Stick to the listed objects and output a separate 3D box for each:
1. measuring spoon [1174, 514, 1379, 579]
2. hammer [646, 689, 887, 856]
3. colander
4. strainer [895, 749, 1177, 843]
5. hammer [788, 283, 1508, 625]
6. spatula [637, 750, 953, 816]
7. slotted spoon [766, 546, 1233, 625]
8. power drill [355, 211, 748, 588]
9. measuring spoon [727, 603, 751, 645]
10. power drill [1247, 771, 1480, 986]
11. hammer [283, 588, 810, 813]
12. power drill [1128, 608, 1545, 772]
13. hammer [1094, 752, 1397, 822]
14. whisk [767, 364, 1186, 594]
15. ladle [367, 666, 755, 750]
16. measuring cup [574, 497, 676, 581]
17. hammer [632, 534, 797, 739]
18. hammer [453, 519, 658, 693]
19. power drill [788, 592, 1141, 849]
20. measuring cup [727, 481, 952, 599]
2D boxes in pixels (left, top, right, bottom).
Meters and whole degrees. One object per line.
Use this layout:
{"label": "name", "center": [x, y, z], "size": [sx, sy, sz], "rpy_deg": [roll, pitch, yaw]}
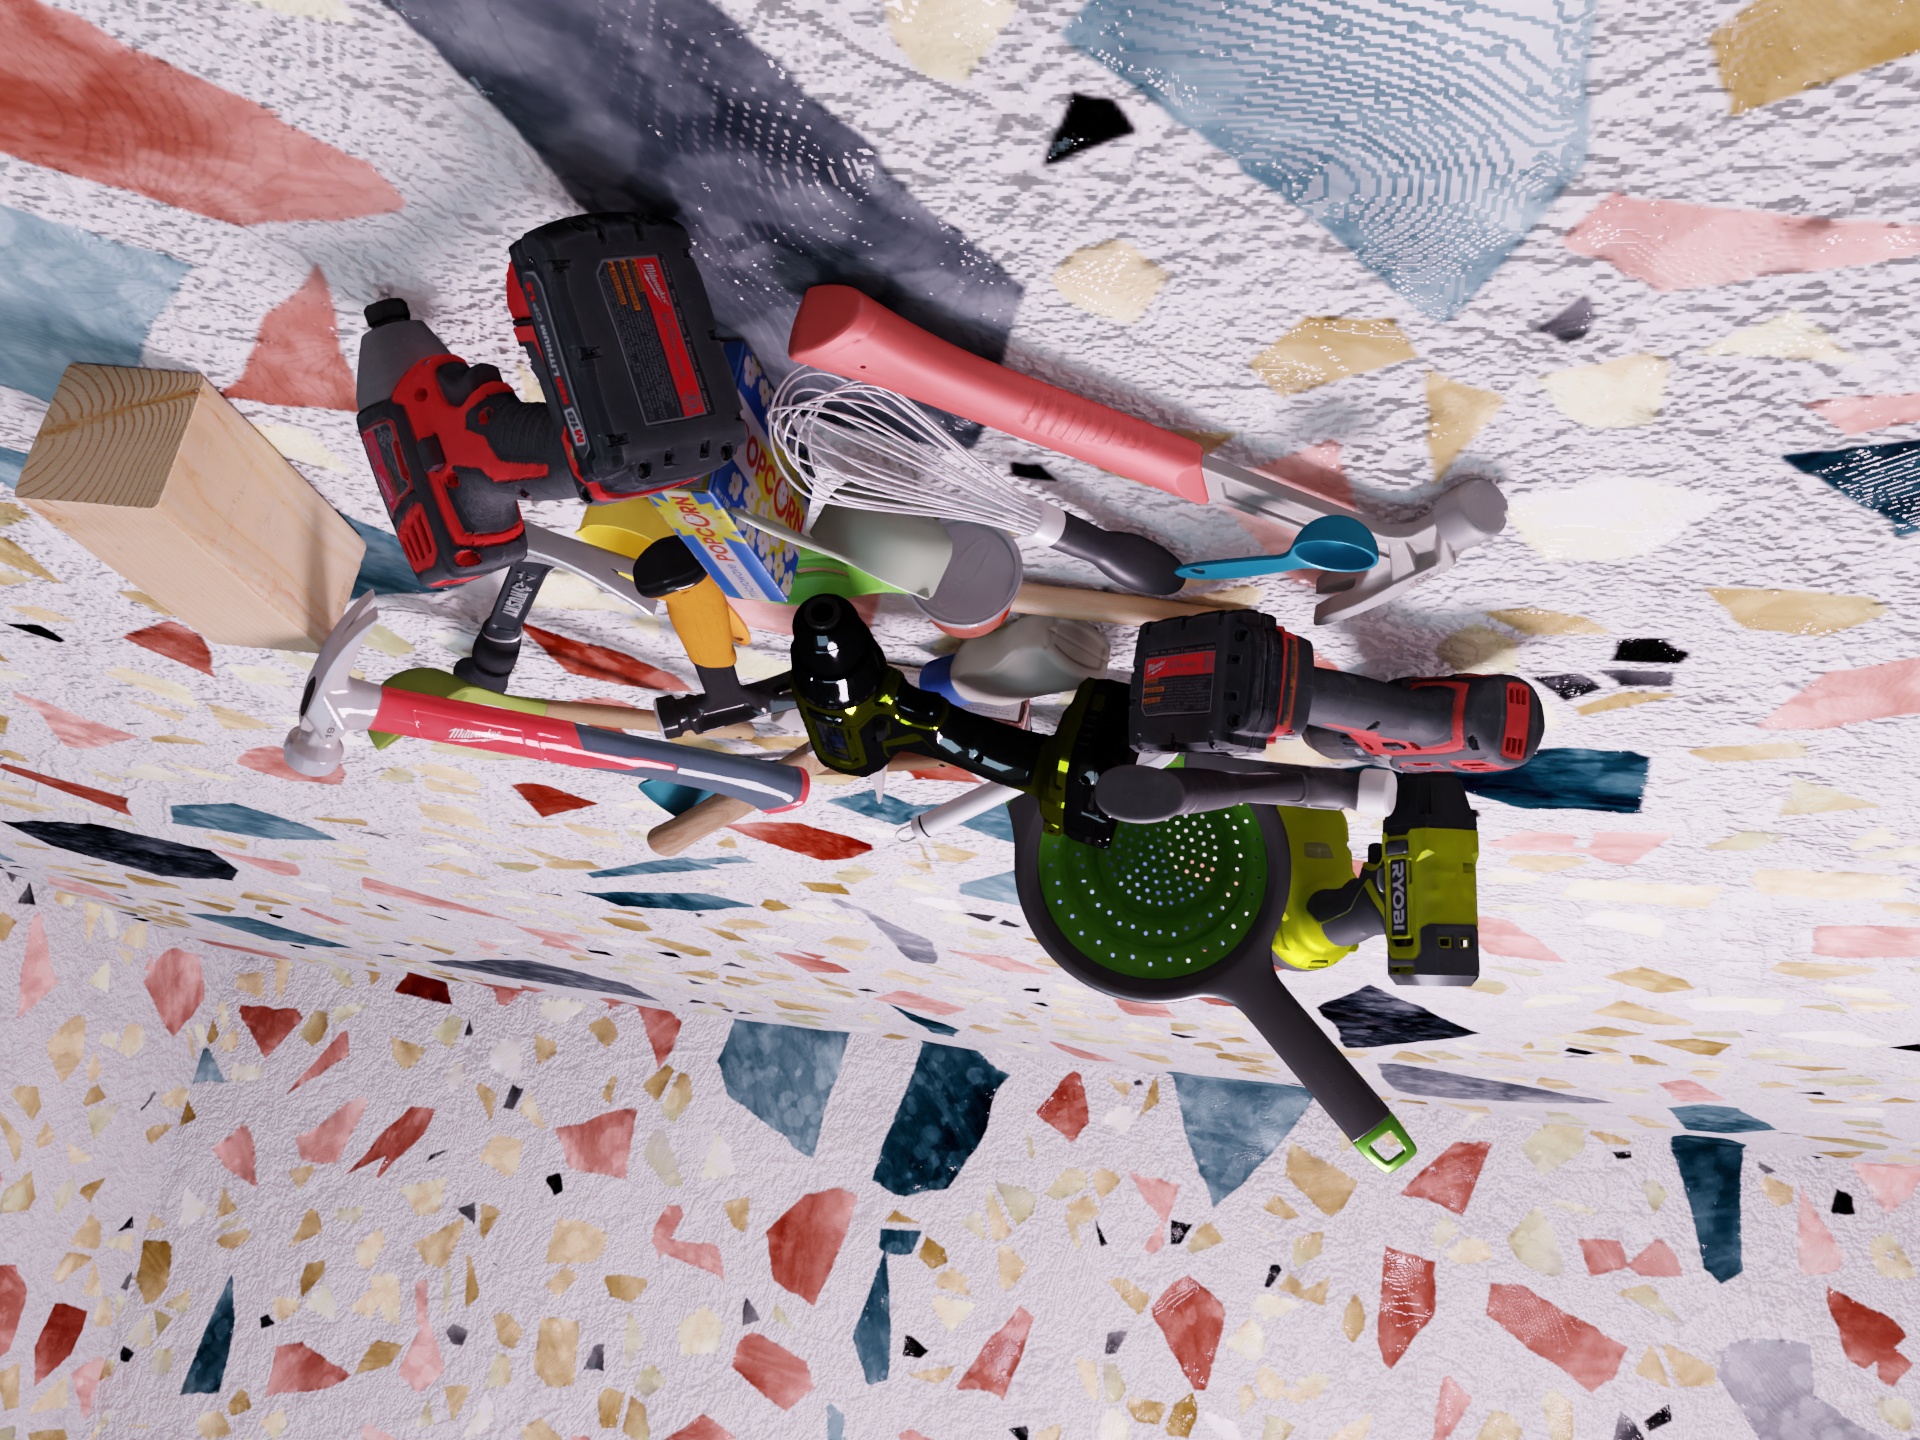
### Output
{"label": "measuring spoon", "center": [0.158, -0.088, 0.811], "size": [0.042, 0.021, 0.129], "rpy_deg": [20, 167, -35]}
{"label": "hammer", "center": [-0.178, 0.063, 1.373], "size": [0.130, 0.031, 0.331], "rpy_deg": [28, 145, -27]}
{"label": "colander", "center": [0.201, 0.168, 1.203], "size": [0.397, 0.204, 0.094], "rpy_deg": [50, -168, 6]}
{"label": "strainer", "center": [0.058, 0.034, 1.159], "size": [0.258, 0.050, 0.086], "rpy_deg": [-27, 127, 21]}
{"label": "hammer", "center": [0.084, -0.131, 0.792], "size": [0.359, 0.037, 0.149], "rpy_deg": [16, 159, -20]}
{"label": "spatula", "center": [-0.138, 0.050, 1.391], "size": [0.317, 0.044, 0.082], "rpy_deg": [-5, 148, 32]}
{"label": "slotted spoon", "center": [0.024, -0.077, 0.985], "size": [0.314, 0.031, 0.070], "rpy_deg": [7, 161, 3]}
{"label": "power drill", "center": [-0.208, -0.151, 0.742], "size": [0.220, 0.143, 0.078], "rpy_deg": [-11, -171, 43]}
{"label": "measuring spoon", "center": [-0.168, -0.074, 1.105], "size": [0.021, 0.011, 0.116], "rpy_deg": [5, 160, 13]}
{"label": "power drill", "center": [0.304, 0.112, 1.195], "size": [0.080, 0.171, 0.223], "rpy_deg": [4, 170, -19]}
{"label": "hammer", "center": [-0.271, 0.007, 1.156], "size": [0.386, 0.038, 0.143], "rpy_deg": [13, 125, -36]}
{"label": "power drill", "center": [0.215, -0.008, 0.980], "size": [0.226, 0.080, 0.188], "rpy_deg": [8, 175, -25]}
{"label": "hammer", "center": [0.161, 0.042, 0.992], "size": [0.146, 0.035, 0.334], "rpy_deg": [5, -179, 28]}
{"label": "whisk", "center": [0.019, -0.114, 0.841], "size": [0.284, 0.070, 0.070], "rpy_deg": [18, 159, -36]}
{"label": "ladle", "center": [-0.300, 0.005, 1.238], "size": [0.320, 0.062, 0.078], "rpy_deg": [7, 157, -38]}
{"label": "measuring cup", "center": [-0.206, -0.108, 1.014], "size": [0.062, 0.029, 0.156], "rpy_deg": [13, 167, -3]}
{"label": "hammer", "center": [-0.151, -0.050, 1.007], "size": [0.127, 0.034, 0.336], "rpy_deg": [-14, 168, -6]}
{"label": "hammer", "center": [-0.313, -0.068, 1.113], "size": [0.149, 0.036, 0.409], "rpy_deg": [16, 164, -17]}
{"label": "power drill", "center": [-0.002, -0.003, 1.021], "size": [0.228, 0.080, 0.190], "rpy_deg": [16, 157, 10]}
{"label": "measuring cup", "center": [-0.062, -0.105, 0.826], "size": [0.083, 0.038, 0.167], "rpy_deg": [34, -168, 27]}
